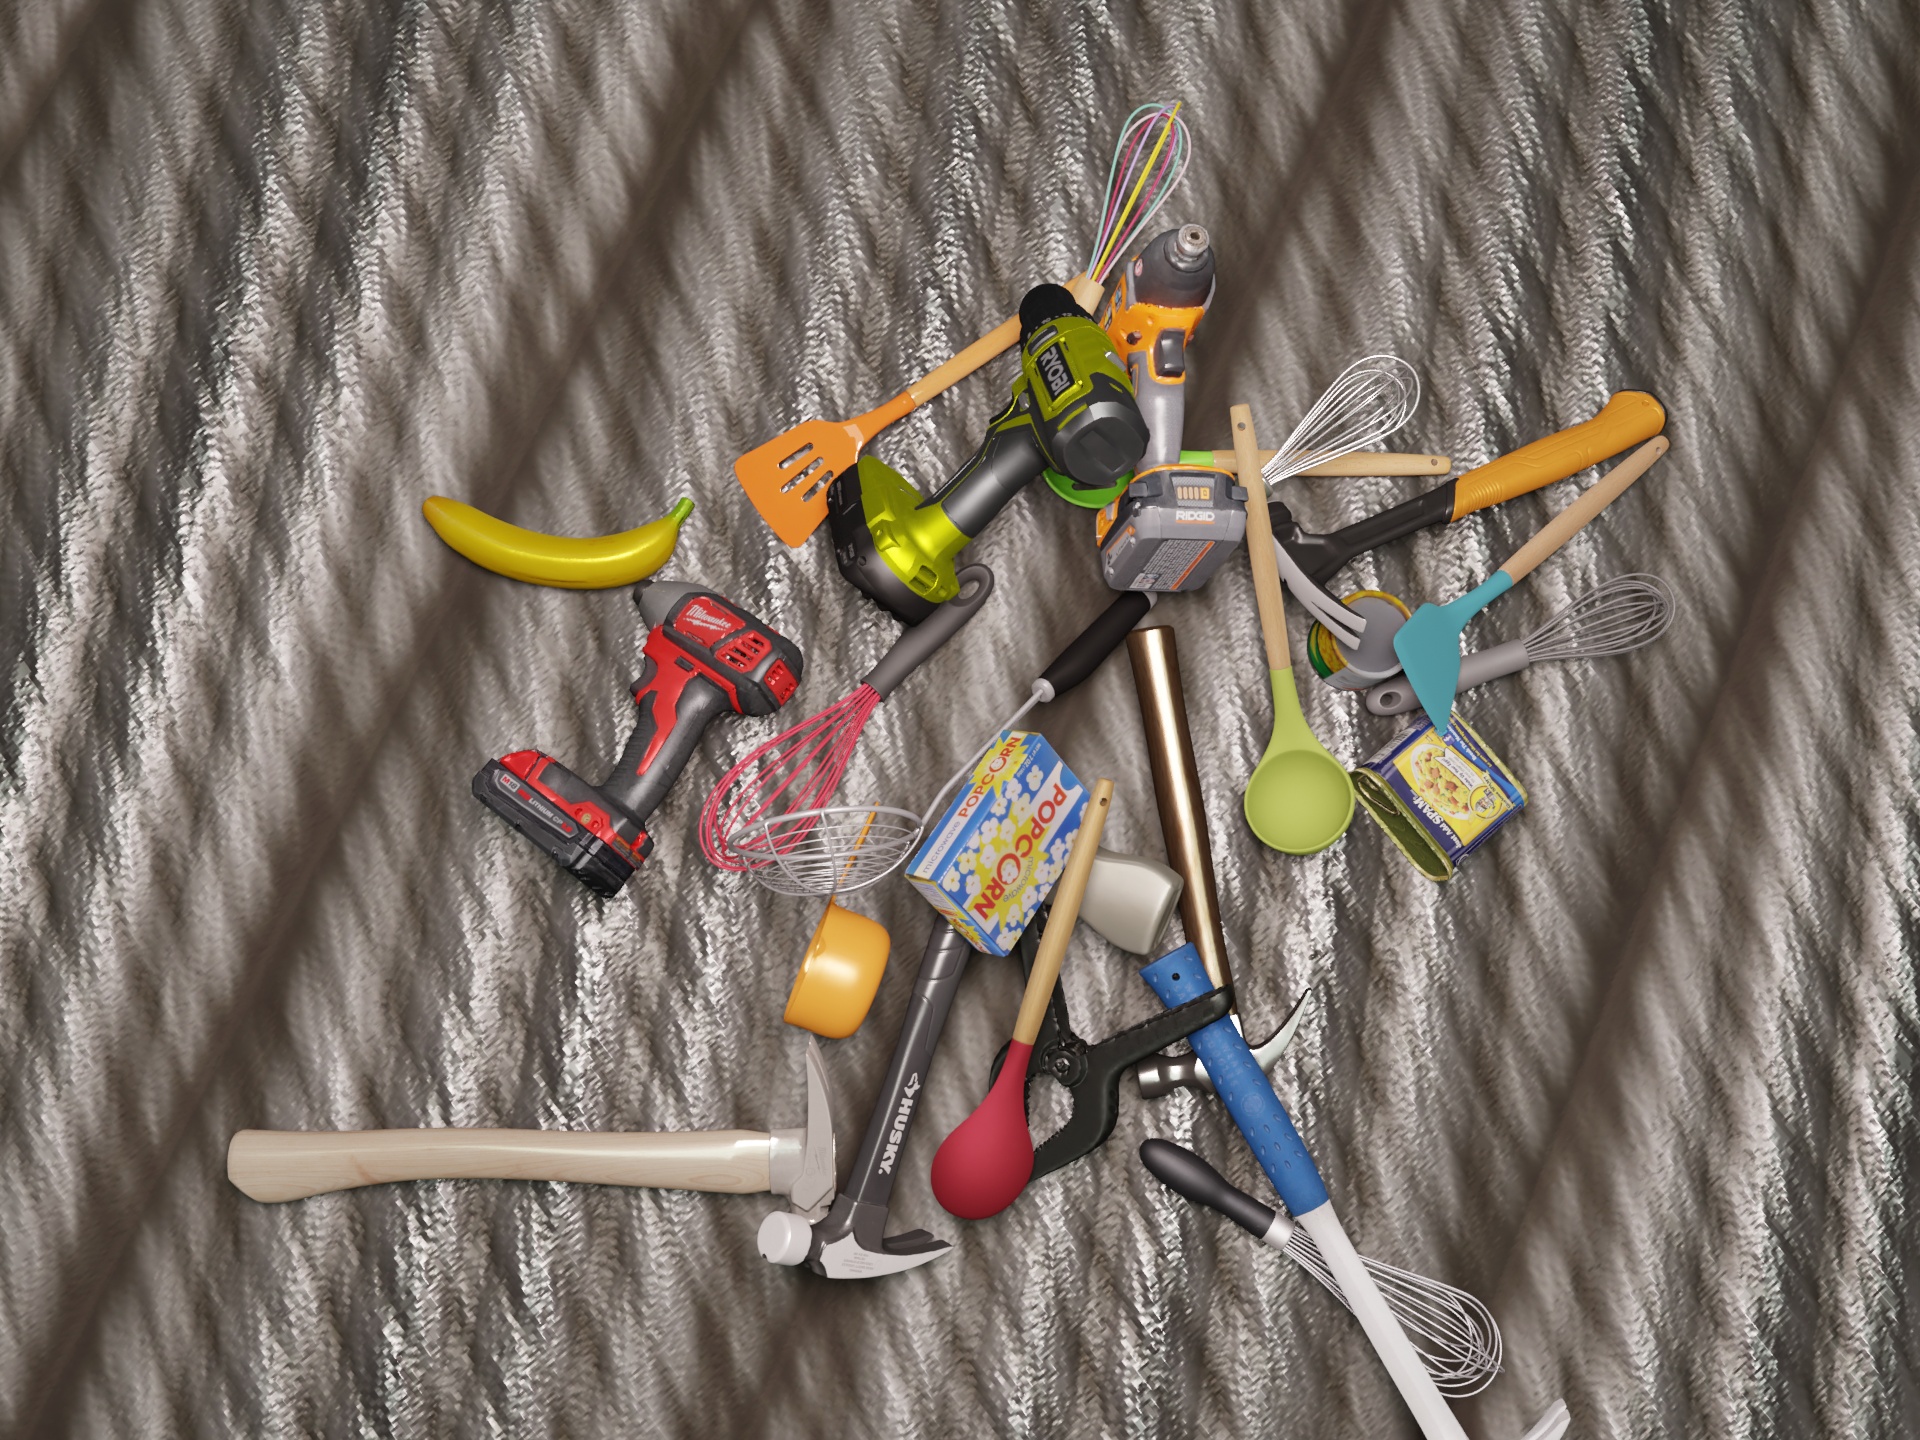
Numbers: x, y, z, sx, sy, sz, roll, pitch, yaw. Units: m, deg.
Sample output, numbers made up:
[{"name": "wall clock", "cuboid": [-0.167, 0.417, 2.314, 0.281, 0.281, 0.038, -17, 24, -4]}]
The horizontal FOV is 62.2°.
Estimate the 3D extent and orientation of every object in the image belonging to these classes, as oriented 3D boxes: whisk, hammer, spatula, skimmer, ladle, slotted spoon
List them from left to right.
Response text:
[{"name": "hammer", "cuboid": [-0.290, 0.288, 1.084, 0.410, 0.038, 0.146, 0, 101, 0]}, {"name": "whisk", "cuboid": [-0.076, -0.007, 1.141, 0.073, 0.073, 0.296, 42, 76, 3]}, {"name": "hammer", "cuboid": [-0.022, 0.211, 1.078, 0.146, 0.035, 0.335, 26, 79, -41]}, {"name": "spatula", "cuboid": [-0.019, -0.251, 1.193, 0.322, 0.041, 0.081, -36, 86, -11]}, {"name": "skimmer", "cuboid": [-0.002, -0.004, 1.102, 0.090, 0.127, 0.363, 45, 65, 3]}, {"name": "ladle", "cuboid": [0.051, 0.189, 1.060, 0.069, 0.031, 0.315, 17, 93, -15]}, {"name": "whisk", "cuboid": [0.106, -0.346, 1.180, 0.051, 0.047, 0.245, 23, 96, -29]}, {"name": "hammer", "cuboid": [0.165, 0.095, 1.131, 0.130, 0.031, 0.331, -10, 84, 7]}, {"name": "slotted spoon", "cuboid": [0.213, -0.192, 1.192, 0.313, 0.031, 0.070, 0, 82, -4]}, {"name": "whisk", "cuboid": [0.227, -0.181, 1.161, 0.246, 0.057, 0.059, -36, 76, 9]}, {"name": "ladle", "cuboid": [0.219, -0.060, 1.111, 0.078, 0.062, 0.320, -8, 104, 16]}, {"name": "whisk", "cuboid": [0.248, 0.372, 1.102, 0.284, 0.070, 0.070, 31, 82, 7]}, {"name": "hammer", "cuboid": [0.246, 0.332, 1.062, 0.144, 0.035, 0.406, -31, 81, 9]}, {"name": "hammer", "cuboid": [0.382, -0.164, 1.160, 0.337, 0.034, 0.127, -24, 58, -15]}, {"name": "whisk", "cuboid": [0.411, -0.052, 1.172, 0.239, 0.055, 0.055, -20, 84, 0]}, {"name": "spatula", "cuboid": [0.423, -0.117, 1.162, 0.317, 0.044, 0.082, -39, 109, -17]}]

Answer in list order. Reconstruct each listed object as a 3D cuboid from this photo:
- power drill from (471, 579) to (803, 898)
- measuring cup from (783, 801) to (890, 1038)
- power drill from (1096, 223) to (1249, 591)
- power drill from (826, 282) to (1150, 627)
[{"name": "power drill", "cuboid": [-0.227, 0.001, 1.115, 0.143, 0.078, 0.220, 33, 76, 23]}, {"name": "measuring cup", "cuboid": [-0.069, 0.140, 1.116, 0.052, 0.095, 0.174, 24, 64, -4]}, {"name": "power drill", "cuboid": [0.143, -0.218, 1.095, 0.084, 0.164, 0.227, 1, 75, -9]}, {"name": "power drill", "cuboid": [0.016, -0.189, 1.097, 0.228, 0.080, 0.191, -38, 40, 22]}]
